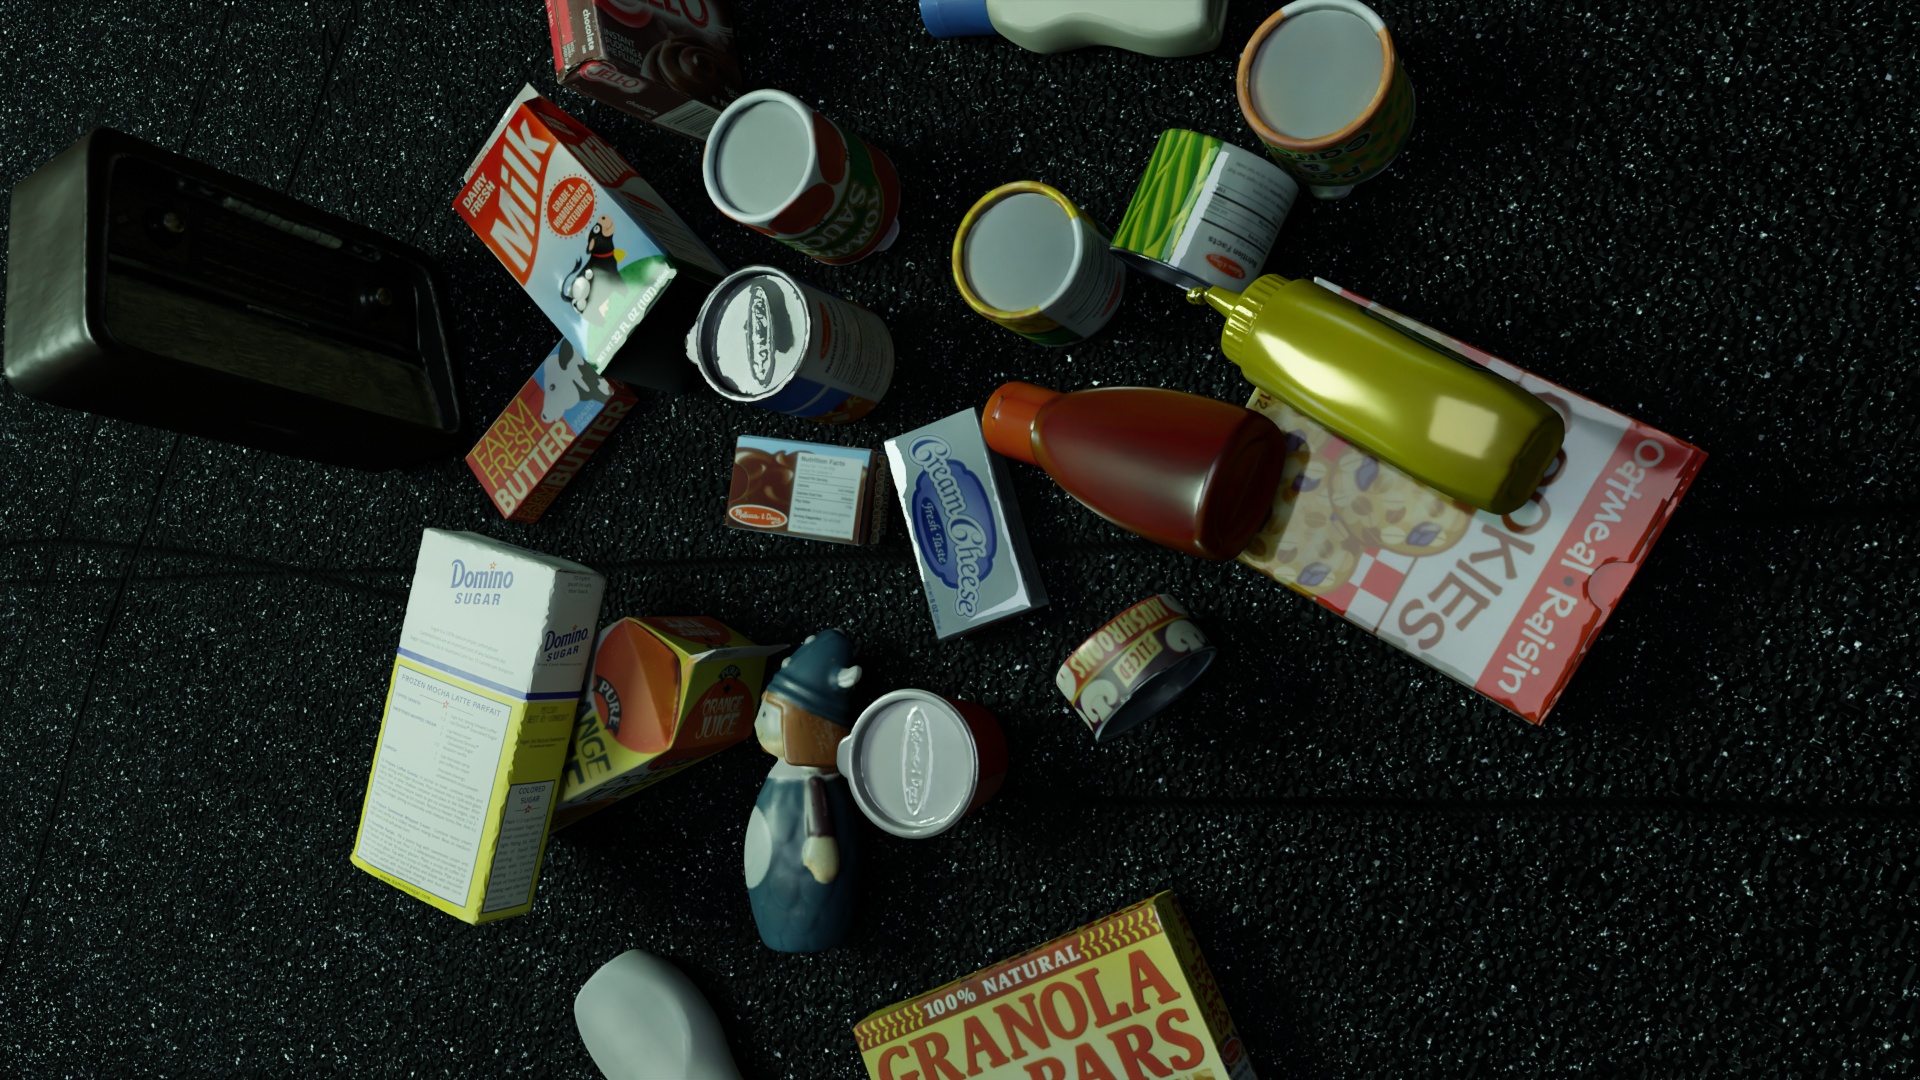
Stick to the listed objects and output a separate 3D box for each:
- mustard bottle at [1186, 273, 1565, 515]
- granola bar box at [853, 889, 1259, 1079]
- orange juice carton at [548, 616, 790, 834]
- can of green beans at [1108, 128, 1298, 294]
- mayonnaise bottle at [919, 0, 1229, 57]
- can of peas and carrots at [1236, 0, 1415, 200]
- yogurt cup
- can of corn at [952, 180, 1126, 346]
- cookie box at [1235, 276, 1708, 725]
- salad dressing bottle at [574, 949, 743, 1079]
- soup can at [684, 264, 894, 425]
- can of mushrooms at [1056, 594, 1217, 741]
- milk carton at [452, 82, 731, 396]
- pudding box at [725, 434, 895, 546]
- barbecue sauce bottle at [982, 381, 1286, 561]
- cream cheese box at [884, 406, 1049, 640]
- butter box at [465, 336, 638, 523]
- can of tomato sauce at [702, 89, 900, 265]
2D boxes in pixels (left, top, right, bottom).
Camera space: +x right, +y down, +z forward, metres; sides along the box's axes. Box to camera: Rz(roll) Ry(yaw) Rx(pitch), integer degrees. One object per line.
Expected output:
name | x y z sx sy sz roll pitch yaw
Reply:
mustard bottle | 0.153 -0.067 0.545 0.160 0.065 0.048 36 105 28
granola bar box | 0.047 0.247 0.627 0.165 0.039 0.124 -29 75 21
orange juice carton | -0.182 0.093 0.730 0.192 0.072 0.073 -27 76 21
can of green beans | 0.107 -0.142 0.614 0.071 0.071 0.057 27 97 24
mayonnaise bottle | 0.053 -0.263 0.664 0.148 0.041 0.064 7 88 27
can of peas and carrots | 0.157 -0.189 0.598 0.071 0.059 0.071 -2 85 26
yogurt cup | -0.012 0.104 0.658 0.072 0.054 0.072 -2 85 25
can of corn | 0.035 -0.129 0.652 0.071 0.058 0.071 -2 85 25
cookie box | 0.194 -0.018 0.577 0.168 0.040 0.122 31 99 24
salad dressing bottle | -0.136 0.278 0.710 0.148 0.044 0.064 42 102 21
soup can | -0.083 -0.095 0.690 0.071 0.084 0.071 -2 85 25
can of mushrooms | 0.077 0.055 0.610 0.071 0.071 0.033 -43 69 17
milk carton | -0.206 -0.170 0.761 0.072 0.073 0.191 -48 68 15
pudding box | -0.076 -0.026 0.712 0.084 0.030 0.049 8 90 26
barbecue sauce bottle | 0.069 -0.040 0.610 0.149 0.043 0.065 23 89 48
cream cheese box | 0.002 -0.008 0.677 0.053 0.024 0.104 -21 78 21
butter box | -0.234 -0.064 0.793 0.103 0.024 0.053 -46 68 15
can of tomato sauce | -0.077 -0.178 0.695 0.071 0.083 0.071 -2 85 26
